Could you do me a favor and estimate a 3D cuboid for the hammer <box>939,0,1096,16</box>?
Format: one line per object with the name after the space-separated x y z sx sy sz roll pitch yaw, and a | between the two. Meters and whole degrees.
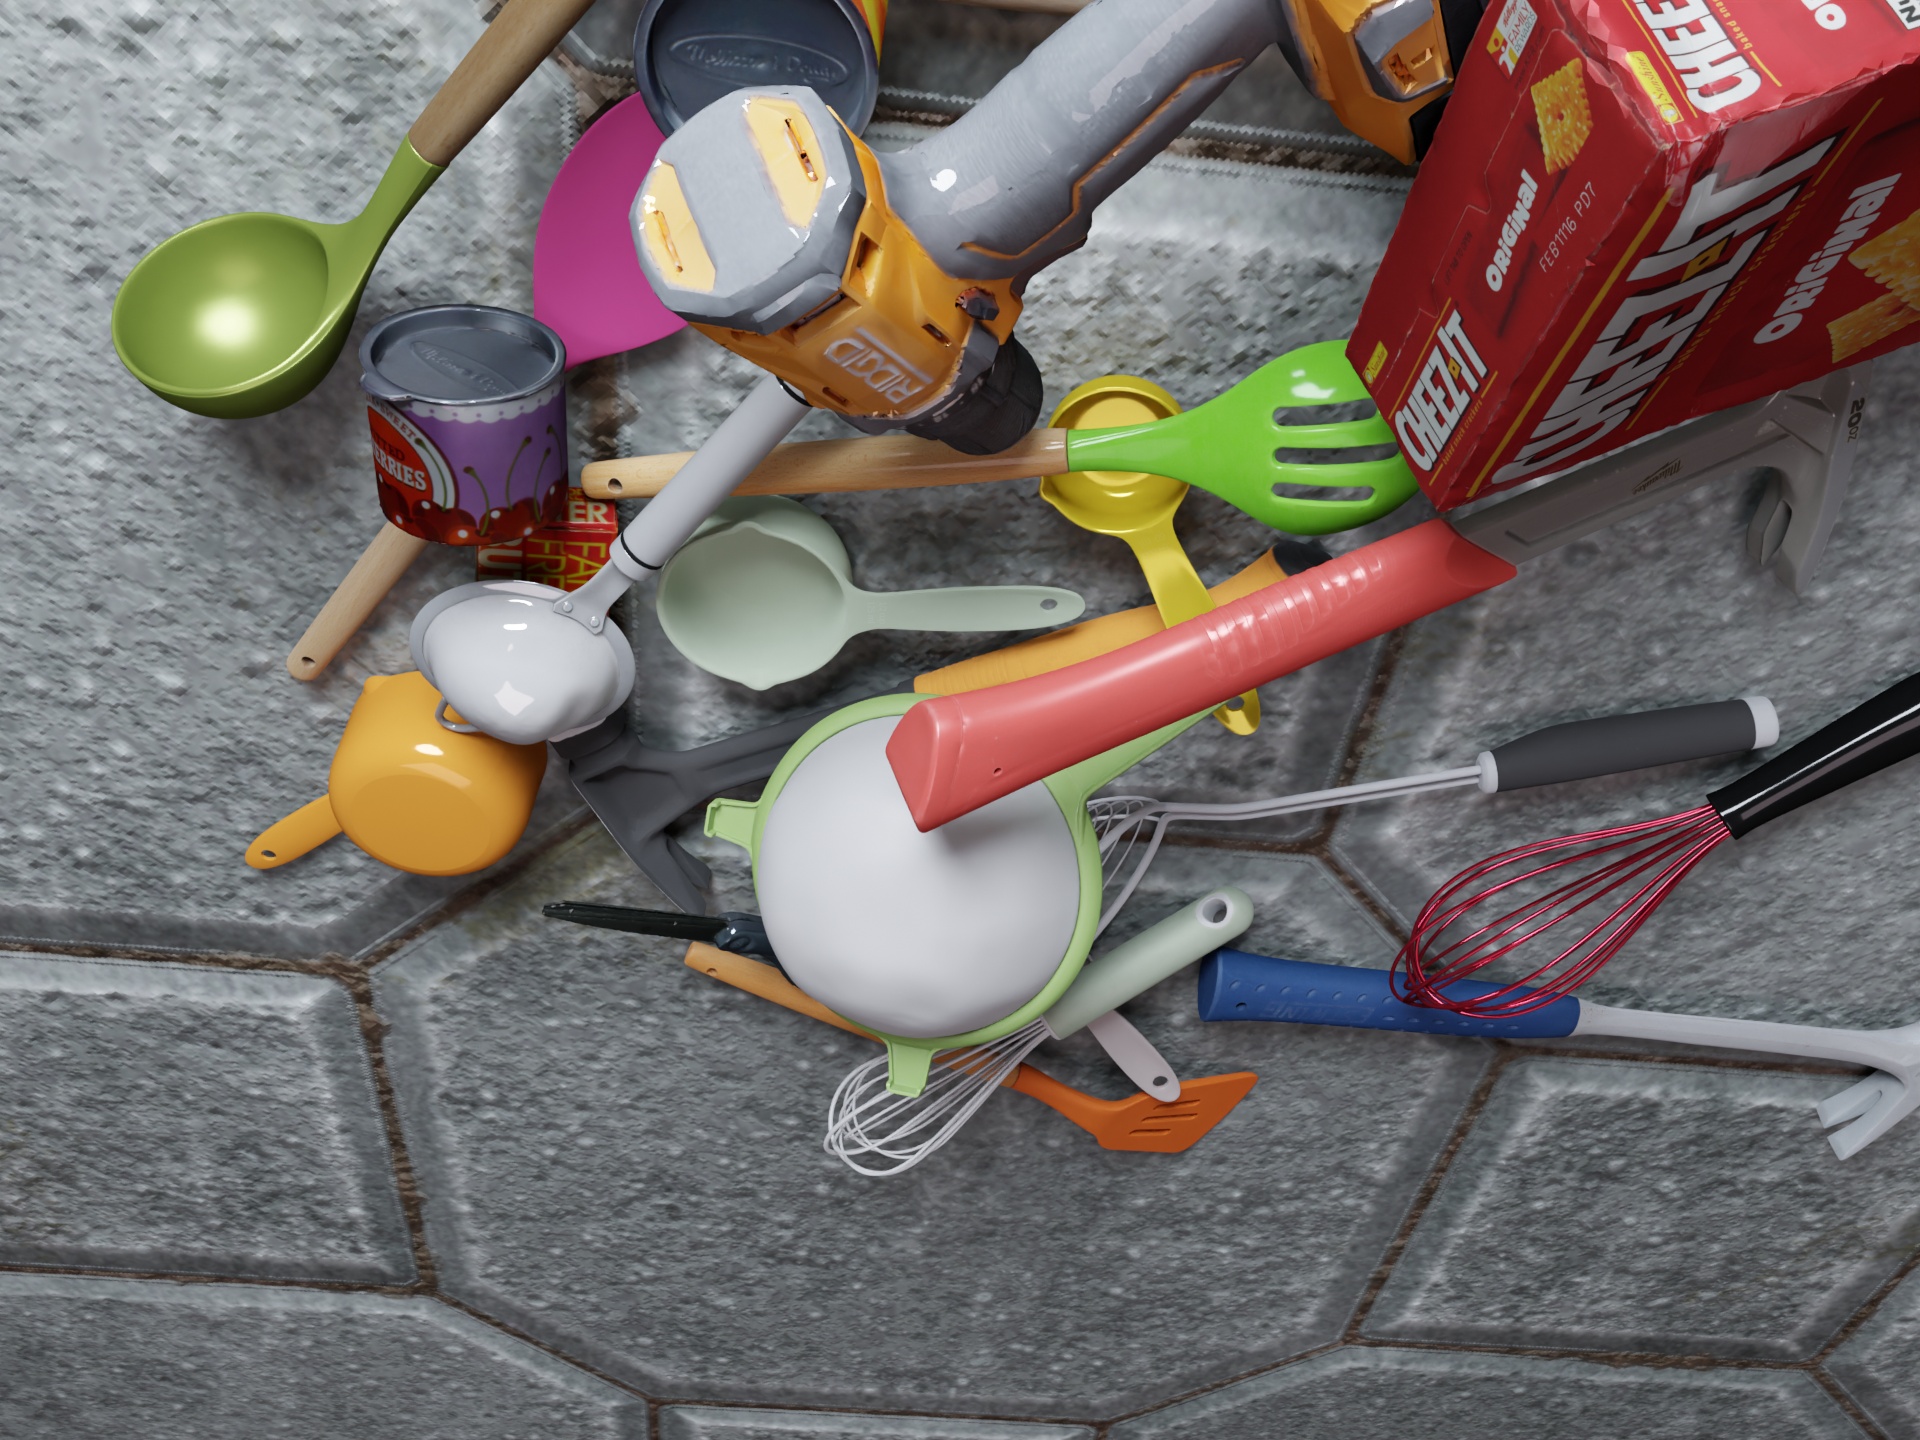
0.073 -0.221 0.484 0.410 0.038 0.146 5 133 -3 | hammer

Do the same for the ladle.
-0.153 -0.191 0.469 0.320 0.078 0.062 -32 149 32 | ladle

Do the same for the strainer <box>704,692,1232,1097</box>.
0.017 0.039 0.611 0.256 0.069 0.151 -36 89 20 | strainer

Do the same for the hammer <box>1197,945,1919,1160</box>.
0.323 0.159 0.821 0.405 0.035 0.144 6 131 -5 | hammer

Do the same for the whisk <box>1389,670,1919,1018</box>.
0.325 0.054 0.717 0.296 0.073 0.073 -34 124 18 | whisk

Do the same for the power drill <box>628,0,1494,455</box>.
0.046 -0.153 0.444 0.226 0.084 0.185 -28 164 17 | power drill

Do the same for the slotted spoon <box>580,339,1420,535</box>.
0.013 -0.093 0.570 0.314 0.031 0.070 -1 118 10 | slotted spoon

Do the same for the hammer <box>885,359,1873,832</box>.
0.147 -0.040 0.555 0.359 0.037 0.149 -23 138 -4 | hammer

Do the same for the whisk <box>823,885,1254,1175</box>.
0.037 0.151 0.784 0.246 0.058 0.059 -32 148 7 | whisk

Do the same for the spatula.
0.007 0.173 0.846 0.322 0.041 0.081 23 126 -14 | spatula

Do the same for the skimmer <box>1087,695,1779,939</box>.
0.177 0.062 0.699 0.363 0.090 0.127 -11 161 7 | skimmer

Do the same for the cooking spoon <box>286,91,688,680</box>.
-0.175 -0.111 0.595 0.068 0.017 0.319 33 124 -27 | cooking spoon

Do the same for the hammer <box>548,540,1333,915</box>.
-0.001 -0.002 0.680 0.337 0.034 0.127 -16 129 14 | hammer

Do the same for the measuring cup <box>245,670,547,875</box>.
-0.265 0.045 0.710 0.173 0.052 0.095 -27 126 20 | measuring cup

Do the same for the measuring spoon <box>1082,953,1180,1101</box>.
0.077 0.156 0.822 0.034 0.018 0.124 -35 116 11 | measuring spoon

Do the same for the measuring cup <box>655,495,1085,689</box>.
-0.035 -0.055 0.632 0.167 0.038 0.083 0 132 -2 | measuring cup

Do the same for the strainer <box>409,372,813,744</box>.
-0.125 -0.055 0.584 0.086 0.050 0.258 31 123 -32 | strainer

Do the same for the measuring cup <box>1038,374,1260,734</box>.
0.081 -0.062 0.611 0.062 0.029 0.156 -21 117 18 | measuring cup
